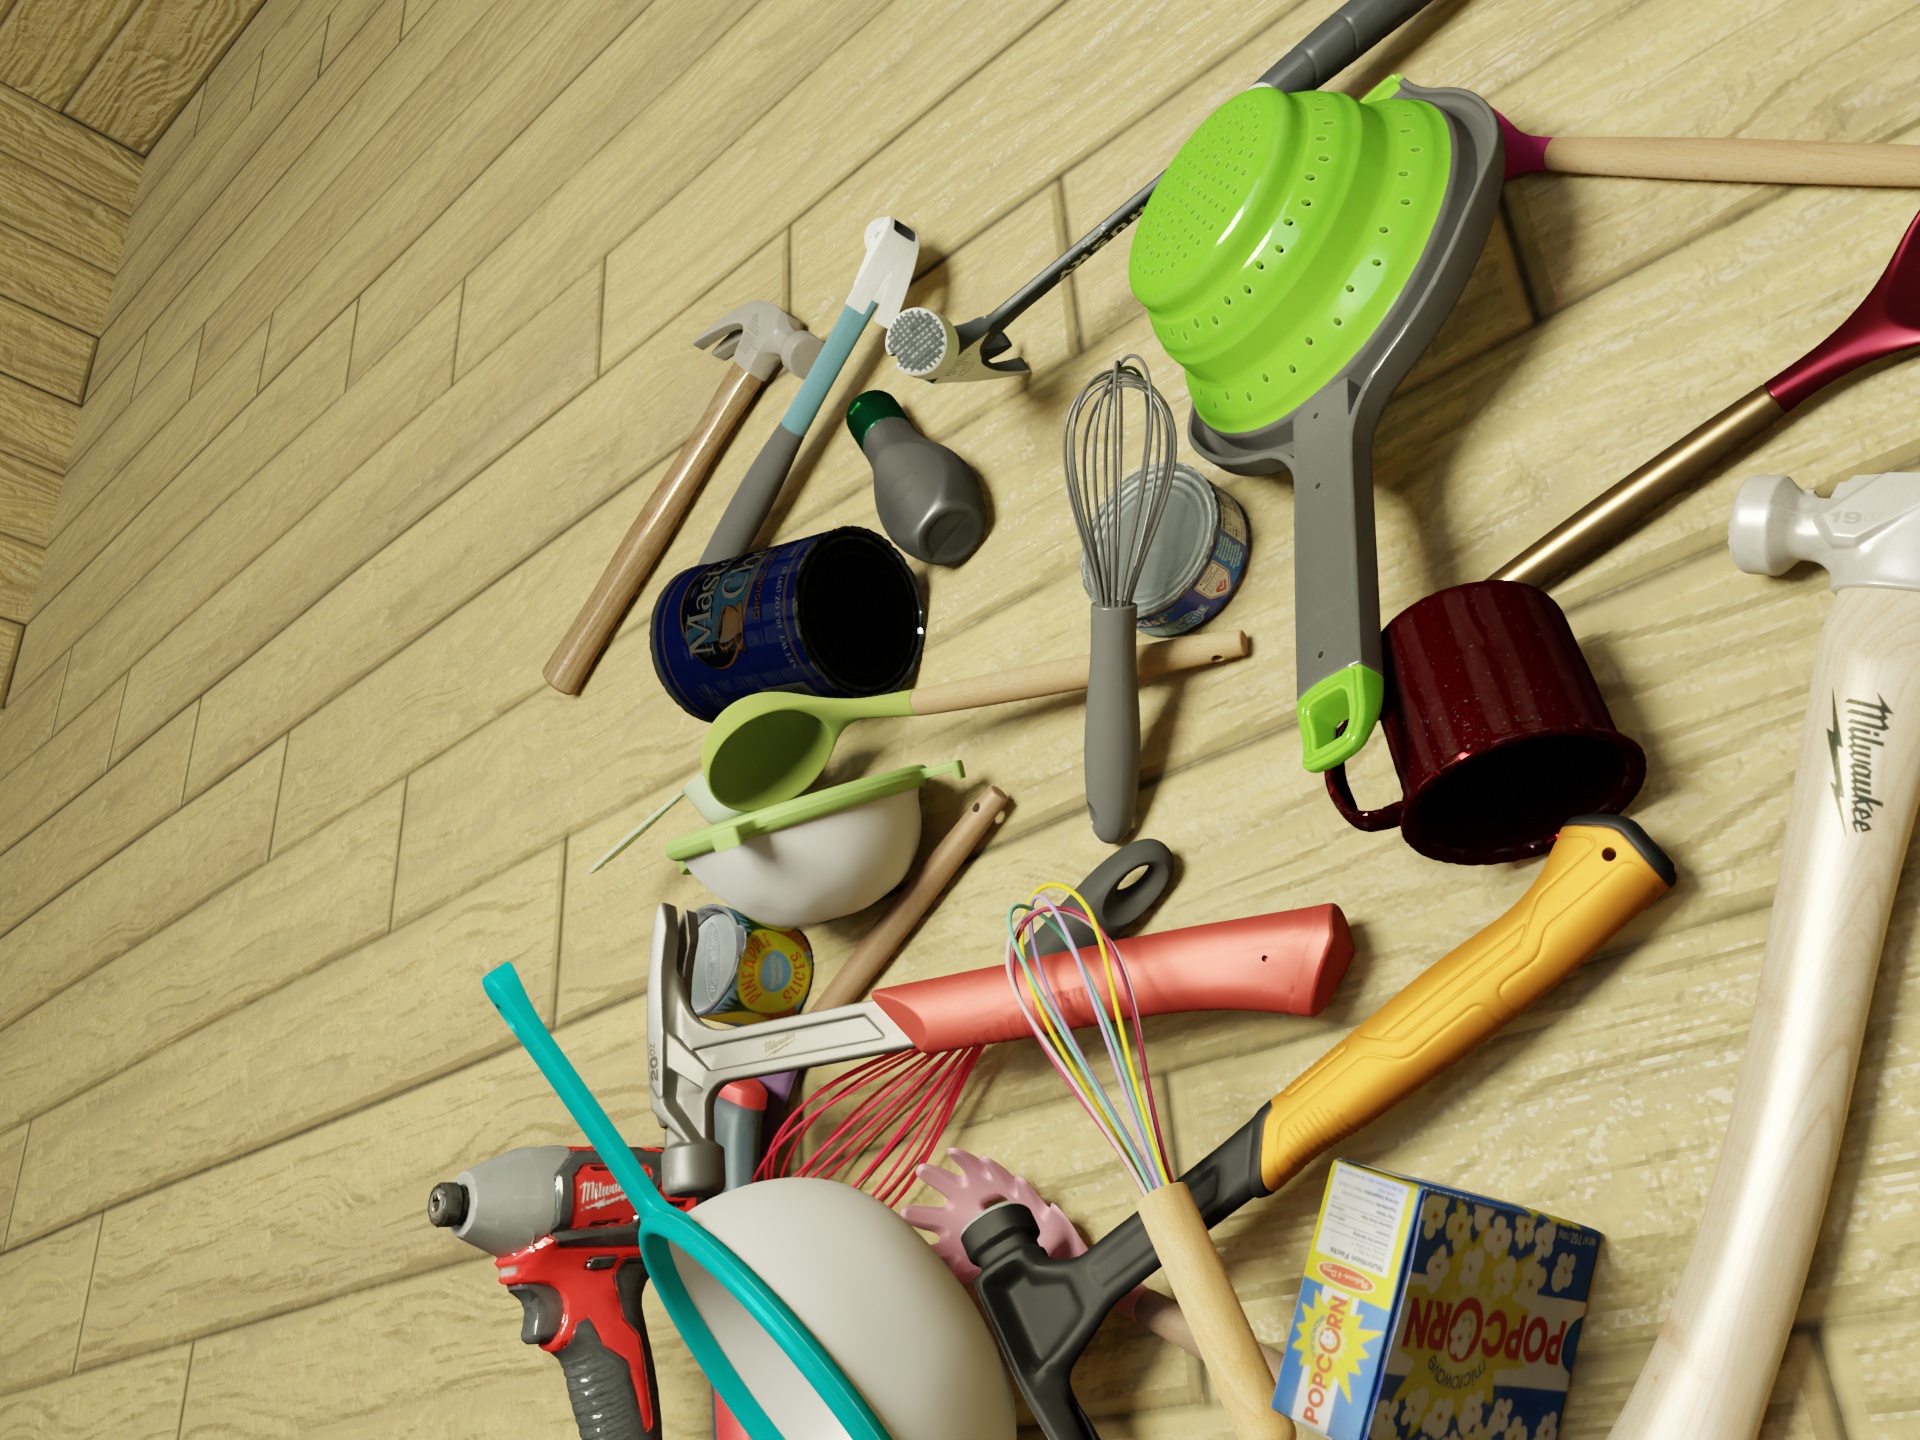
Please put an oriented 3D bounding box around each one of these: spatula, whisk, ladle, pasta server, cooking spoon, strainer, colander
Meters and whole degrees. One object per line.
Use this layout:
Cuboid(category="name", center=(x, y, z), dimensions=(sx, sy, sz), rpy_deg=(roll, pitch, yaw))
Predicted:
Cuboid(category="spatula", center=(-0.070, 0.160, 0.893), dimensions=(0.316, 0.018, 0.060), rpy_deg=(-53, 44, 16))
Cuboid(category="whisk", center=(-0.002, 0.163, 0.795), dimensions=(0.296, 0.073, 0.073), rpy_deg=(-46, 45, 14))
Cuboid(category="ladle", center=(-0.001, -0.003, 0.845), dimensions=(0.320, 0.078, 0.062), rpy_deg=(-10, 61, 28))
Cuboid(category="pasta server", center=(0.094, 0.256, 0.667), dimensions=(0.316, 0.040, 0.060), rpy_deg=(12, 77, 46))
Cuboid(category="ladle", center=(0.301, -0.111, 0.634), dimensions=(0.315, 0.031, 0.069), rpy_deg=(-39, 48, 29))
Cuboid(category="whisk", center=(0.076, -0.053, 0.762), dimensions=(0.055, 0.055, 0.239), rpy_deg=(18, 114, 48))
Cuboid(category="cooking spoon", center=(0.290, -0.255, 0.717), dimensions=(0.319, 0.017, 0.069), rpy_deg=(27, 92, 49))
Cuboid(category="strainer", center=(-0.106, 0.088, 0.918), dimensions=(0.256, 0.151, 0.069), rpy_deg=(-24, 83, 58))
Cuboid(category="colander", center=(0.137, -0.160, 0.703), dimensions=(0.204, 0.094, 0.397), rpy_deg=(-38, 35, 46))
Cuboid(category="whisk", center=(0.072, 0.167, 0.634), dimensions=(0.047, 0.051, 0.245), rpy_deg=(-33, 55, 14))
Cuboid(category="strainer", center=(-0.082, 0.229, 0.714), dimensions=(0.340, 0.095, 0.211), rpy_deg=(52, 151, 8))

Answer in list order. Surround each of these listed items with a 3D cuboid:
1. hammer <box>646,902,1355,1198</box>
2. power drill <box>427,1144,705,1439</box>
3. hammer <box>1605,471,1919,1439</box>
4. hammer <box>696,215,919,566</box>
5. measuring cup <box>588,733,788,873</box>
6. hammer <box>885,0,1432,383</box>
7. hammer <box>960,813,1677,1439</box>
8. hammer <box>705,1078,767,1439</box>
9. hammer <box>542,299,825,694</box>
Cuboid(category="hammer", center=(0.004, 0.127, 0.750), dimensions=(0.359, 0.036, 0.149), rpy_deg=(-16, 66, 24))
Cuboid(category="power drill", center=(-0.197, 0.322, 0.787), dimensions=(0.078, 0.143, 0.220), rpy_deg=(-24, 61, 42))
Cuboid(category="hammer", center=(0.292, 0.111, 0.533), dimensions=(0.146, 0.038, 0.411), rpy_deg=(11, 80, 46))
Cuboid(category="hammer", center=(-0.120, -0.185, 1.074), dimensions=(0.331, 0.033, 0.128), rpy_deg=(-59, 17, 14))
Cuboid(category="measuring cup", center=(-0.163, 0.060, 0.986), dimensions=(0.167, 0.083, 0.038), rpy_deg=(-37, 90, 18))
Cuboid(category="hammer", center=(0.143, -0.309, 0.840), dimensions=(0.409, 0.149, 0.036), rpy_deg=(-35, 85, 18))
Cuboid(category="hammer", center=(0.144, 0.162, 0.632), dimensions=(0.337, 0.034, 0.127), rpy_deg=(-44, 47, 14))
Cuboid(category="hammer", center=(-0.123, 0.375, 0.821), dimensions=(0.143, 0.038, 0.387), rpy_deg=(-30, 55, 35))
Cuboid(category="hammer", center=(-0.219, -0.164, 1.184), dimensions=(0.331, 0.031, 0.130), rpy_deg=(-56, 43, 11))
